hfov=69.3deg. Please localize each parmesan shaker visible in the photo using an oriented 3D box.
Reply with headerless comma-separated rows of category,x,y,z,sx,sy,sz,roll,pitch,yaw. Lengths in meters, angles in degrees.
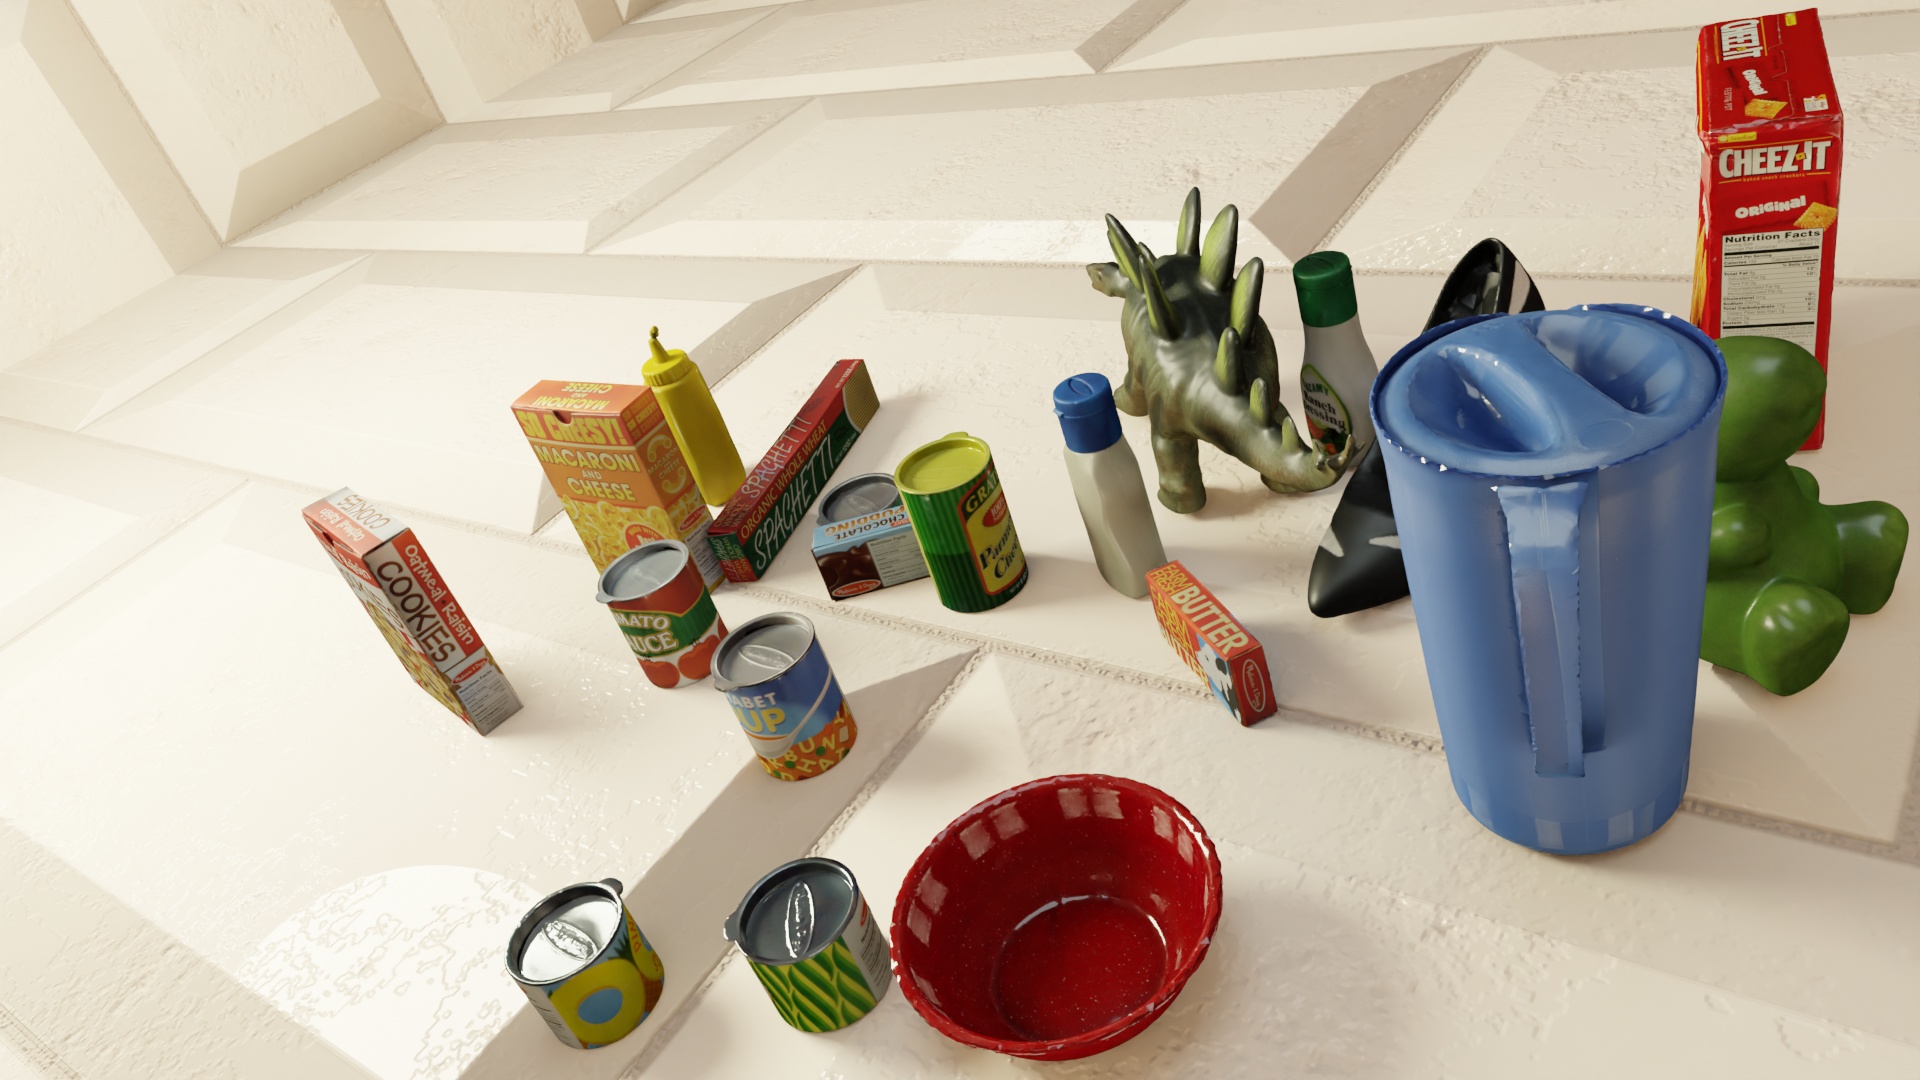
parmesan shaker,0.003,-0.012,0.936,0.071,0.102,0.072,-14,33,9

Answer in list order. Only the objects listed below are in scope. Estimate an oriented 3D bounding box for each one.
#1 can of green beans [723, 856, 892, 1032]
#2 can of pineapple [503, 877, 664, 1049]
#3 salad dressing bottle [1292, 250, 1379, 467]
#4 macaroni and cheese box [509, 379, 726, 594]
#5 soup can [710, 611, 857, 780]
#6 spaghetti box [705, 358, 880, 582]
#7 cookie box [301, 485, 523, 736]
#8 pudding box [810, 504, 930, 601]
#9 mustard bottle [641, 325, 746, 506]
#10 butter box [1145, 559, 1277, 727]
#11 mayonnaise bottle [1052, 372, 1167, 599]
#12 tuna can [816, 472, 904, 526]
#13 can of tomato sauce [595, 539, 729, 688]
can of green beans,-0.074,0.205,0.704,0.071,0.057,0.071,-14,34,9
can of pineapple,-0.197,0.225,0.739,0.071,0.057,0.071,-14,34,9
salad dressing bottle,0.250,-0.119,0.924,0.044,0.147,0.064,-27,34,-11
macaroni and cheese box,-0.255,-0.040,1.052,0.123,0.165,0.040,7,41,35
soup can,-0.109,0.098,0.853,0.071,0.083,0.072,-14,33,9
spaghetti box,-0.130,-0.062,1.126,0.028,0.050,0.251,-1,37,26
cookie box,-0.392,0.050,0.992,0.040,0.166,0.123,-39,38,-27
pudding box,-0.060,0.007,0.990,0.084,0.049,0.030,-15,33,7
mustard bottle,-0.225,-0.105,1.137,0.049,0.159,0.065,-30,34,-15
butter box,0.144,0.058,0.808,0.024,0.053,0.104,-25,33,-8
mayonnaise bottle,0.094,-0.035,0.882,0.041,0.147,0.065,-26,33,-9
tuna can,-0.073,-0.018,1.049,0.071,0.032,0.071,-14,34,9
can of tomato sauce,-0.206,0.053,0.969,0.071,0.082,0.071,-14,33,9
